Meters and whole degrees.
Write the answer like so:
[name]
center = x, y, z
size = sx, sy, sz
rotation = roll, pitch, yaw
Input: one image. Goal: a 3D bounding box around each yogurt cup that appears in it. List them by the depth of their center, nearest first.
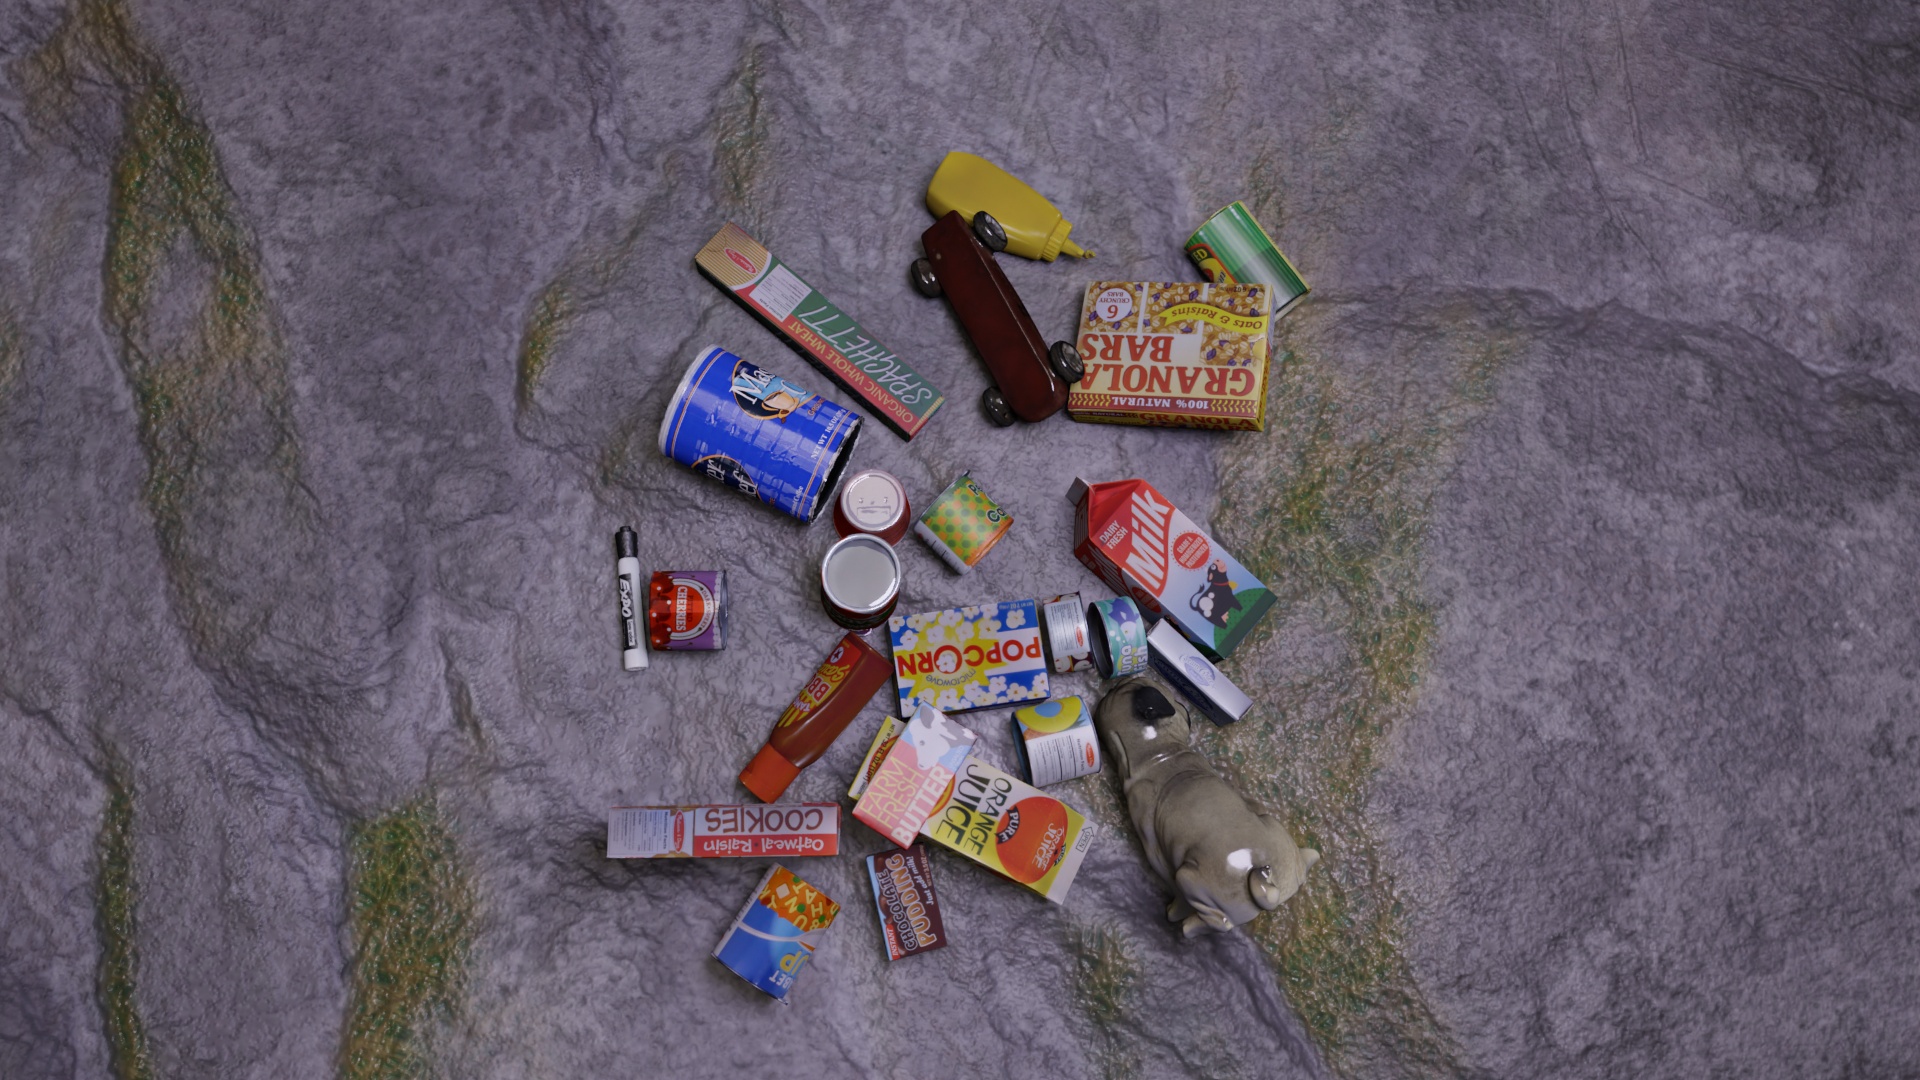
[yogurt cup]
center = -0.074, -0.027, 1.171
size = 0.072, 0.054, 0.072
rotation = 1, 77, -5

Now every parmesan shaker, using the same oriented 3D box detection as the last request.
[parmesan shaker]
center = 0.258, -0.245, 1.248
size = 0.071, 0.071, 0.103
rotation = -35, 82, -12

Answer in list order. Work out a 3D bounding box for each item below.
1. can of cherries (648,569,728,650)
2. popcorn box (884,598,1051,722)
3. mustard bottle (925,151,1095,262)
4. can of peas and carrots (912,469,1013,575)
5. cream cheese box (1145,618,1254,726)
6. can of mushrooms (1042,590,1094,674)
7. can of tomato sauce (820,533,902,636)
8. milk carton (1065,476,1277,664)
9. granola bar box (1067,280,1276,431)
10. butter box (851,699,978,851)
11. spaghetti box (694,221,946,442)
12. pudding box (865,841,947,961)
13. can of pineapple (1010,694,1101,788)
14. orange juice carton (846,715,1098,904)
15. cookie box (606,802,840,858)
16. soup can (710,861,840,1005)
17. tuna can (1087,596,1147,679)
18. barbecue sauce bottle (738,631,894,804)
[can of cherries]
center = -0.220, 0.056, 1.127
size = 0.058, 0.071, 0.071
rotation = 0, 77, -5
[popcorn box]
center = 0.006, 0.100, 1.155
size = 0.127, 0.038, 0.085
rotation = -7, 78, -7
[mustard bottle]
center = 0.048, -0.289, 1.250
size = 0.160, 0.048, 0.065
rotation = 29, 76, 1
[can of peas and carrots]
center = 0.004, -0.015, 1.168
size = 0.059, 0.070, 0.071
rotation = 44, 77, 5
[cream cheese box]
center = 0.193, 0.112, 1.163
size = 0.104, 0.053, 0.024
rotation = 43, 75, 5
[can of mushrooms]
center = 0.090, 0.078, 1.155
size = 0.033, 0.071, 0.071
rotation = -12, 78, 3
[can of tomato sauce]
center = -0.082, 0.037, 1.139
size = 0.071, 0.083, 0.071
rotation = 1, 76, -5
[milk carton]
center = 0.165, 0.016, 1.174
size = 0.190, 0.072, 0.073
rotation = 42, 77, 5
[granola bar box]
center = 0.184, -0.161, 1.206
size = 0.165, 0.039, 0.124
rotation = 4, 75, 19
[butter box]
center = -0.035, 0.180, 1.062
size = 0.053, 0.024, 0.104
rotation = 32, 75, 3
[spaghetti box]
center = -0.123, -0.182, 1.217
size = 0.250, 0.028, 0.050
rotation = 40, 76, 5
[pudding box]
center = -0.044, 0.287, 1.109
size = 0.050, 0.030, 0.084
rotation = -12, 78, -7
[can of pineapple]
center = 0.077, 0.164, 1.134
size = 0.058, 0.071, 0.071
rotation = -13, 78, -8
[orange juice carton]
center = 0.010, 0.217, 1.109
size = 0.193, 0.073, 0.072
rotation = 26, 76, 1
[cookie box]
center = -0.175, 0.222, 1.064
size = 0.168, 0.122, 0.040
rotation = 1, 78, -5
[soup can]
center = -0.140, 0.304, 1.077
size = 0.071, 0.071, 0.084
rotation = 34, 76, 3
[tuna can]
center = 0.131, 0.082, 1.156
size = 0.033, 0.071, 0.071
rotation = -11, 78, -8
[barbecue sauce bottle]
center = -0.118, 0.145, 1.123
size = 0.043, 0.065, 0.148
rotation = 42, 84, -24
